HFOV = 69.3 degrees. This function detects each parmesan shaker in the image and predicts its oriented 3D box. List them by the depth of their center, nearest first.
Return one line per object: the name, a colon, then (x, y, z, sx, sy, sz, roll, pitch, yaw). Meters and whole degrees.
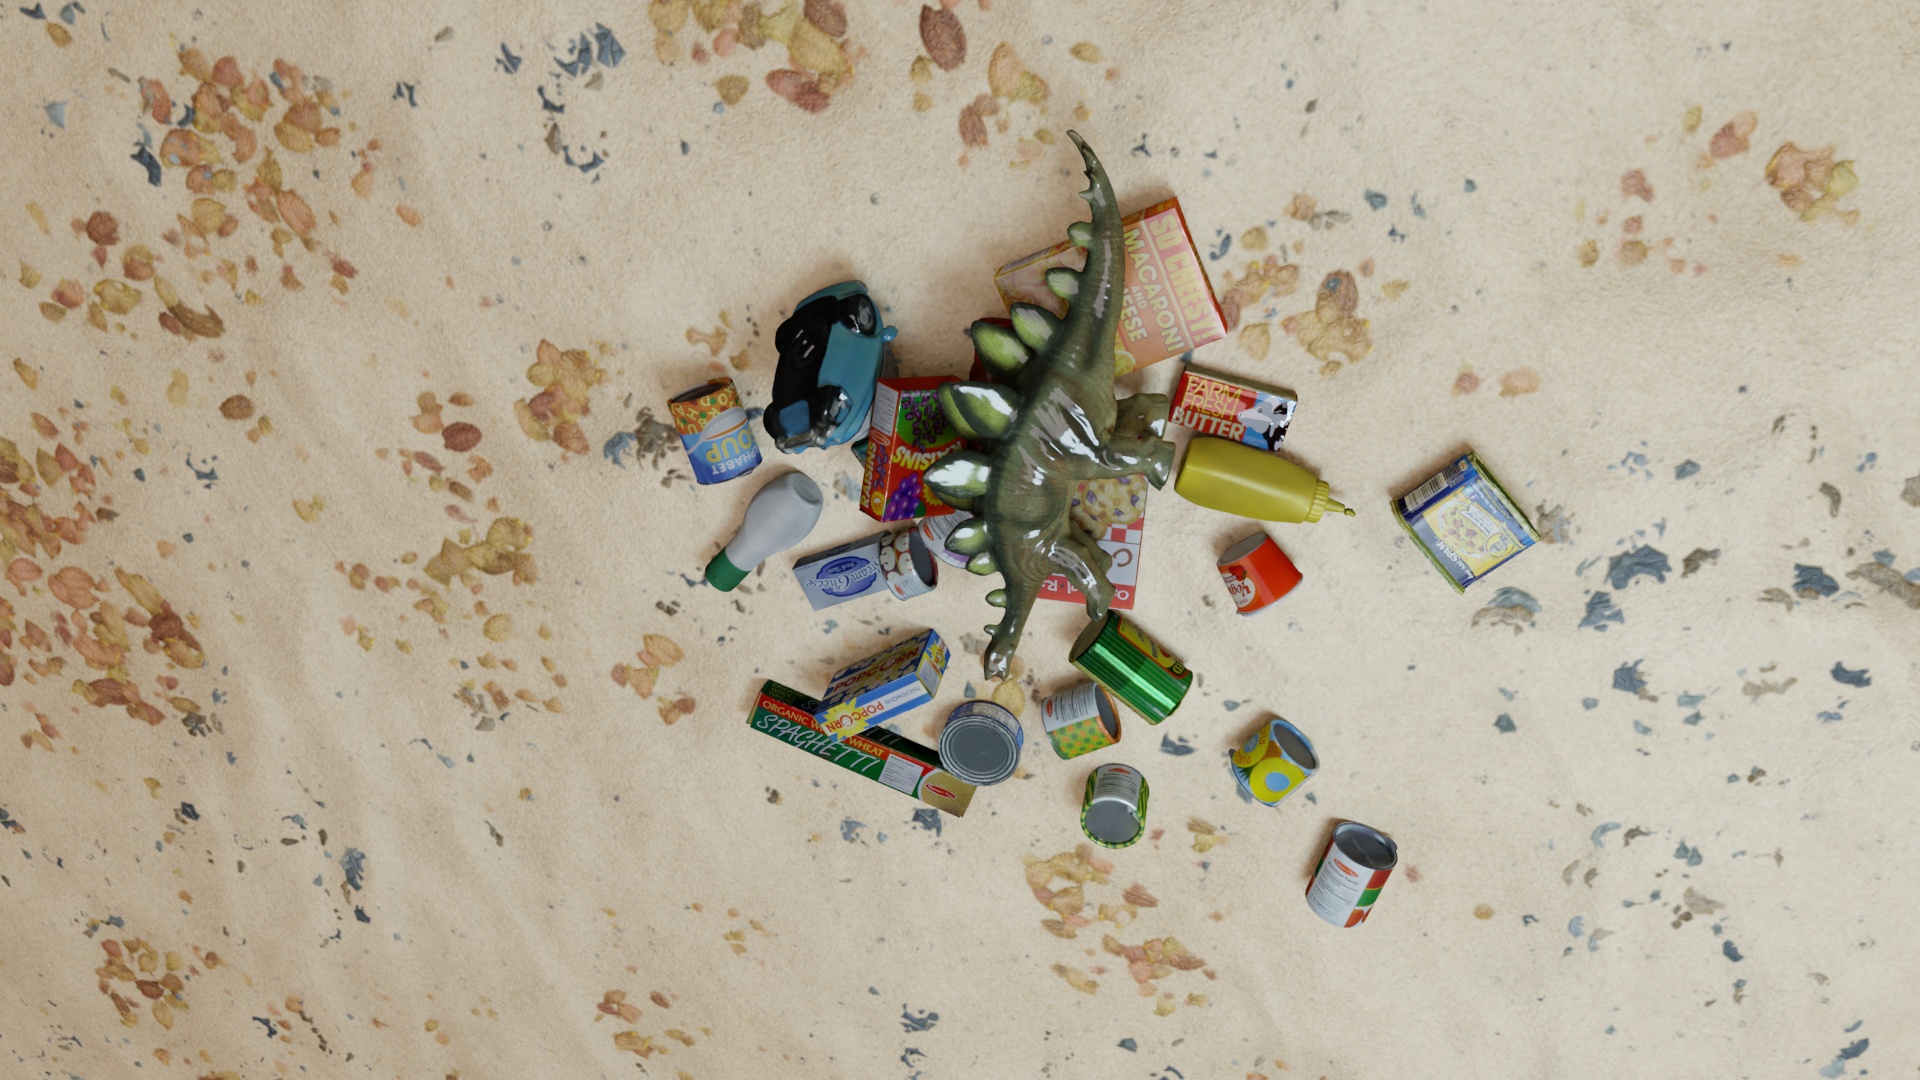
parmesan shaker: (0.164, 0.122, 1.335, 0.103, 0.071, 0.071, 38, 118, -7)

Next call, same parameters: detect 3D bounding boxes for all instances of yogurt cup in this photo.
yogurt cup: (0.271, 0.029, 1.271, 0.072, 0.073, 0.054, -31, 98, 24)

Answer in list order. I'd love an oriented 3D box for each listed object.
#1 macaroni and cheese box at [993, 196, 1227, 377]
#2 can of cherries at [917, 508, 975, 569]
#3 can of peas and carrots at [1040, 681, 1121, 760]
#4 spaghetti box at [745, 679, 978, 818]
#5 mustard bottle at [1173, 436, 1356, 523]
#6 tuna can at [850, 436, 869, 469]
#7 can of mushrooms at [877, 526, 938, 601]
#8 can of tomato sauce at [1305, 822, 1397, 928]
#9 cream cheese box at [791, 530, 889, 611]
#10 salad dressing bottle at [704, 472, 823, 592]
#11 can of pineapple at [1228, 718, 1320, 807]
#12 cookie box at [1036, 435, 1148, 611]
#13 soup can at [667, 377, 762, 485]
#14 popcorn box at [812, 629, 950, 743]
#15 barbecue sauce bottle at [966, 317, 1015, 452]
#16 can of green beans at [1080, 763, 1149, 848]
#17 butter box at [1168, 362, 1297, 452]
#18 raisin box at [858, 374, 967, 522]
macaroni and cheese box: (0.130, -0.206, 1.196, 0.166, 0.040, 0.123, -18, 112, 20)
can of cherries: (0.005, -0.016, 1.306, 0.071, 0.072, 0.058, 36, 117, -7)
can of peas and carrots: (0.121, 0.179, 1.376, 0.058, 0.071, 0.070, -22, 109, 21)
spaghetti box: (-0.102, 0.219, 1.465, 0.250, 0.029, 0.050, 23, 119, 0)
mustard bottle: (0.273, -0.046, 1.236, 0.160, 0.049, 0.065, 16, 151, 0)
tuna can: (-0.069, -0.089, 1.282, 0.071, 0.071, 0.032, -29, 106, 23)
can of mushrooms: (-0.050, 0.020, 1.335, 0.033, 0.071, 0.071, -19, 111, 20)
can of tomato sauce: (0.393, 0.336, 1.396, 0.071, 0.071, 0.082, 17, 119, 3)
cream cheese box: (-0.109, 0.031, 1.376, 0.103, 0.024, 0.053, -18, 112, 20)
salad dressing bottle: (-0.196, -0.005, 1.366, 0.064, 0.044, 0.147, 42, 118, -12)
can of pineapple: (0.306, 0.215, 1.353, 0.071, 0.071, 0.057, 38, 117, -8)
cookie box: (0.109, -0.022, 1.293, 0.123, 0.040, 0.166, 7, 116, 8)
soup can: (-0.230, -0.103, 1.309, 0.071, 0.072, 0.083, -11, 113, 17)
popcorn box: (-0.077, 0.145, 1.390, 0.126, 0.085, 0.038, -26, 109, 22)
barbecue sauce bottle: (0.028, -0.124, 1.249, 0.044, 0.065, 0.148, 1, 109, -7)
can of green beans: (0.158, 0.272, 1.418, 0.071, 0.058, 0.071, 5, 117, 10)
butter box: (0.239, -0.117, 1.226, 0.103, 0.024, 0.052, 16, 118, 4)
raisin box: (-0.039, -0.082, 1.229, 0.040, 0.086, 0.123, 31, 120, 44)
